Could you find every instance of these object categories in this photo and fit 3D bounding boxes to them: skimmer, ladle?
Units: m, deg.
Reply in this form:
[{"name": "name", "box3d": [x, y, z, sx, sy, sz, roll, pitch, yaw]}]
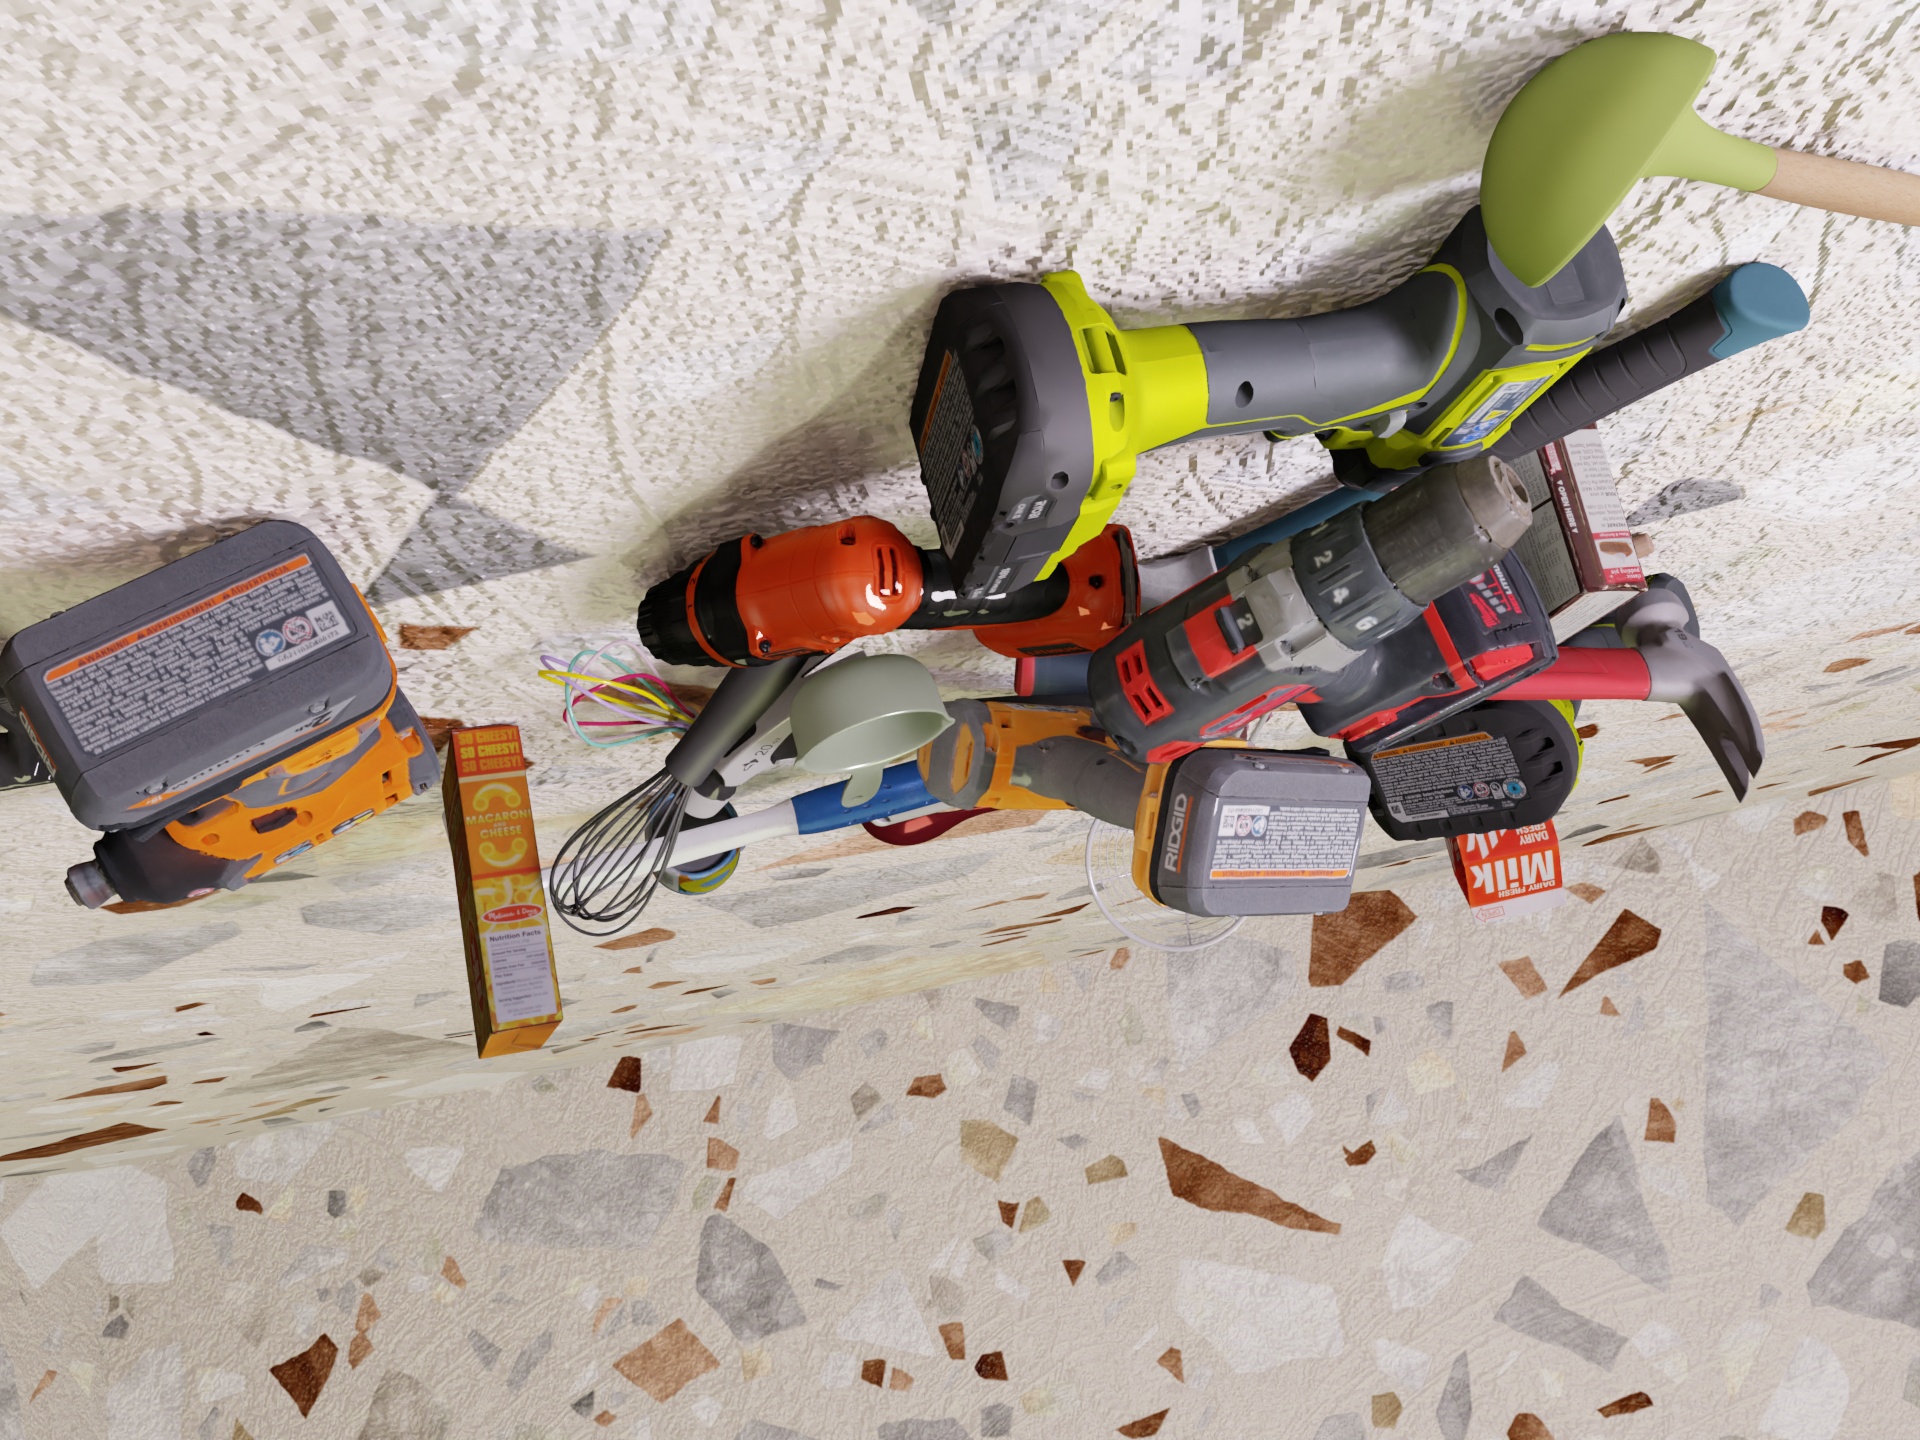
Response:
[{"name": "skimmer", "box3d": [0.168, 0.033, 1.019, 0.090, 0.127, 0.363, -50, 166, -30]}, {"name": "ladle", "box3d": [0.073, 0.057, 1.295, 0.315, 0.031, 0.069, -14, 166, 3]}, {"name": "ladle", "box3d": [0.289, -0.174, 0.533, 0.320, 0.062, 0.078, -5, 147, -34]}]

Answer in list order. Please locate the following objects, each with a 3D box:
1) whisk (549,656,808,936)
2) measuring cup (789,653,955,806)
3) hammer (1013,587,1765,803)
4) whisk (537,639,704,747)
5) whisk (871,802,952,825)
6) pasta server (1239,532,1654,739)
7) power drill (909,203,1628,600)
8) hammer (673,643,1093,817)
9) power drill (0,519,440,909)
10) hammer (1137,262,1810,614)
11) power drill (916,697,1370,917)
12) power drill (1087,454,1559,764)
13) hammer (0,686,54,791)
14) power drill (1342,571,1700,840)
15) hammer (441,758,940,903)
[{"name": "whisk", "box3d": [-0.140, 0.027, 0.821, 0.055, 0.055, 0.239, 7, 130, -52]}, {"name": "measuring cup", "box3d": [-0.053, 0.009, 0.826, 0.083, 0.038, 0.167, -15, 165, -12]}, {"name": "hammer", "box3d": [0.222, -0.017, 0.849, 0.386, 0.143, 0.038, 0, 132, -4]}, {"name": "whisk", "box3d": [-0.155, -0.001, 0.860, 0.047, 0.051, 0.245, -21, 167, 11]}, {"name": "whisk", "box3d": [0.028, 0.044, 1.170, 0.246, 0.059, 0.057, -17, 127, 34]}, {"name": "pasta server", "box3d": [0.295, -0.050, 1.043, 0.316, 0.040, 0.060, -23, -177, 31]}, {"name": "power drill", "box3d": [0.101, -0.111, 0.581, 0.223, 0.080, 0.171, -12, 167, -12]}, {"name": "hammer", "box3d": [-0.002, -0.003, 0.949, 0.334, 0.035, 0.146, -3, 148, -46]}, {"name": "power drill", "box3d": [-0.304, 0.016, 0.650, 0.164, 0.084, 0.226, -30, 173, -20]}, {"name": "hammer", "box3d": [0.214, -0.116, 0.734, 0.128, 0.033, 0.331, 4, 159, -44]}, {"name": "power drill", "box3d": [0.110, 0.037, 0.846, 0.185, 0.084, 0.226, 4, -171, -36]}, {"name": "power drill", "box3d": [0.181, -0.046, 0.685, 0.188, 0.080, 0.226, -32, 163, 34]}, {"name": "hammer", "box3d": [-0.386, -0.031, 0.575, 0.127, 0.034, 0.336, -9, 165, -14]}, {"name": "power drill", "box3d": [0.337, -0.013, 1.004, 0.190, 0.080, 0.228, -14, -164, 45]}, {"name": "hammer", "box3d": [-0.120, 0.072, 1.054, 0.405, 0.144, 0.035, -15, -160, -13]}]
